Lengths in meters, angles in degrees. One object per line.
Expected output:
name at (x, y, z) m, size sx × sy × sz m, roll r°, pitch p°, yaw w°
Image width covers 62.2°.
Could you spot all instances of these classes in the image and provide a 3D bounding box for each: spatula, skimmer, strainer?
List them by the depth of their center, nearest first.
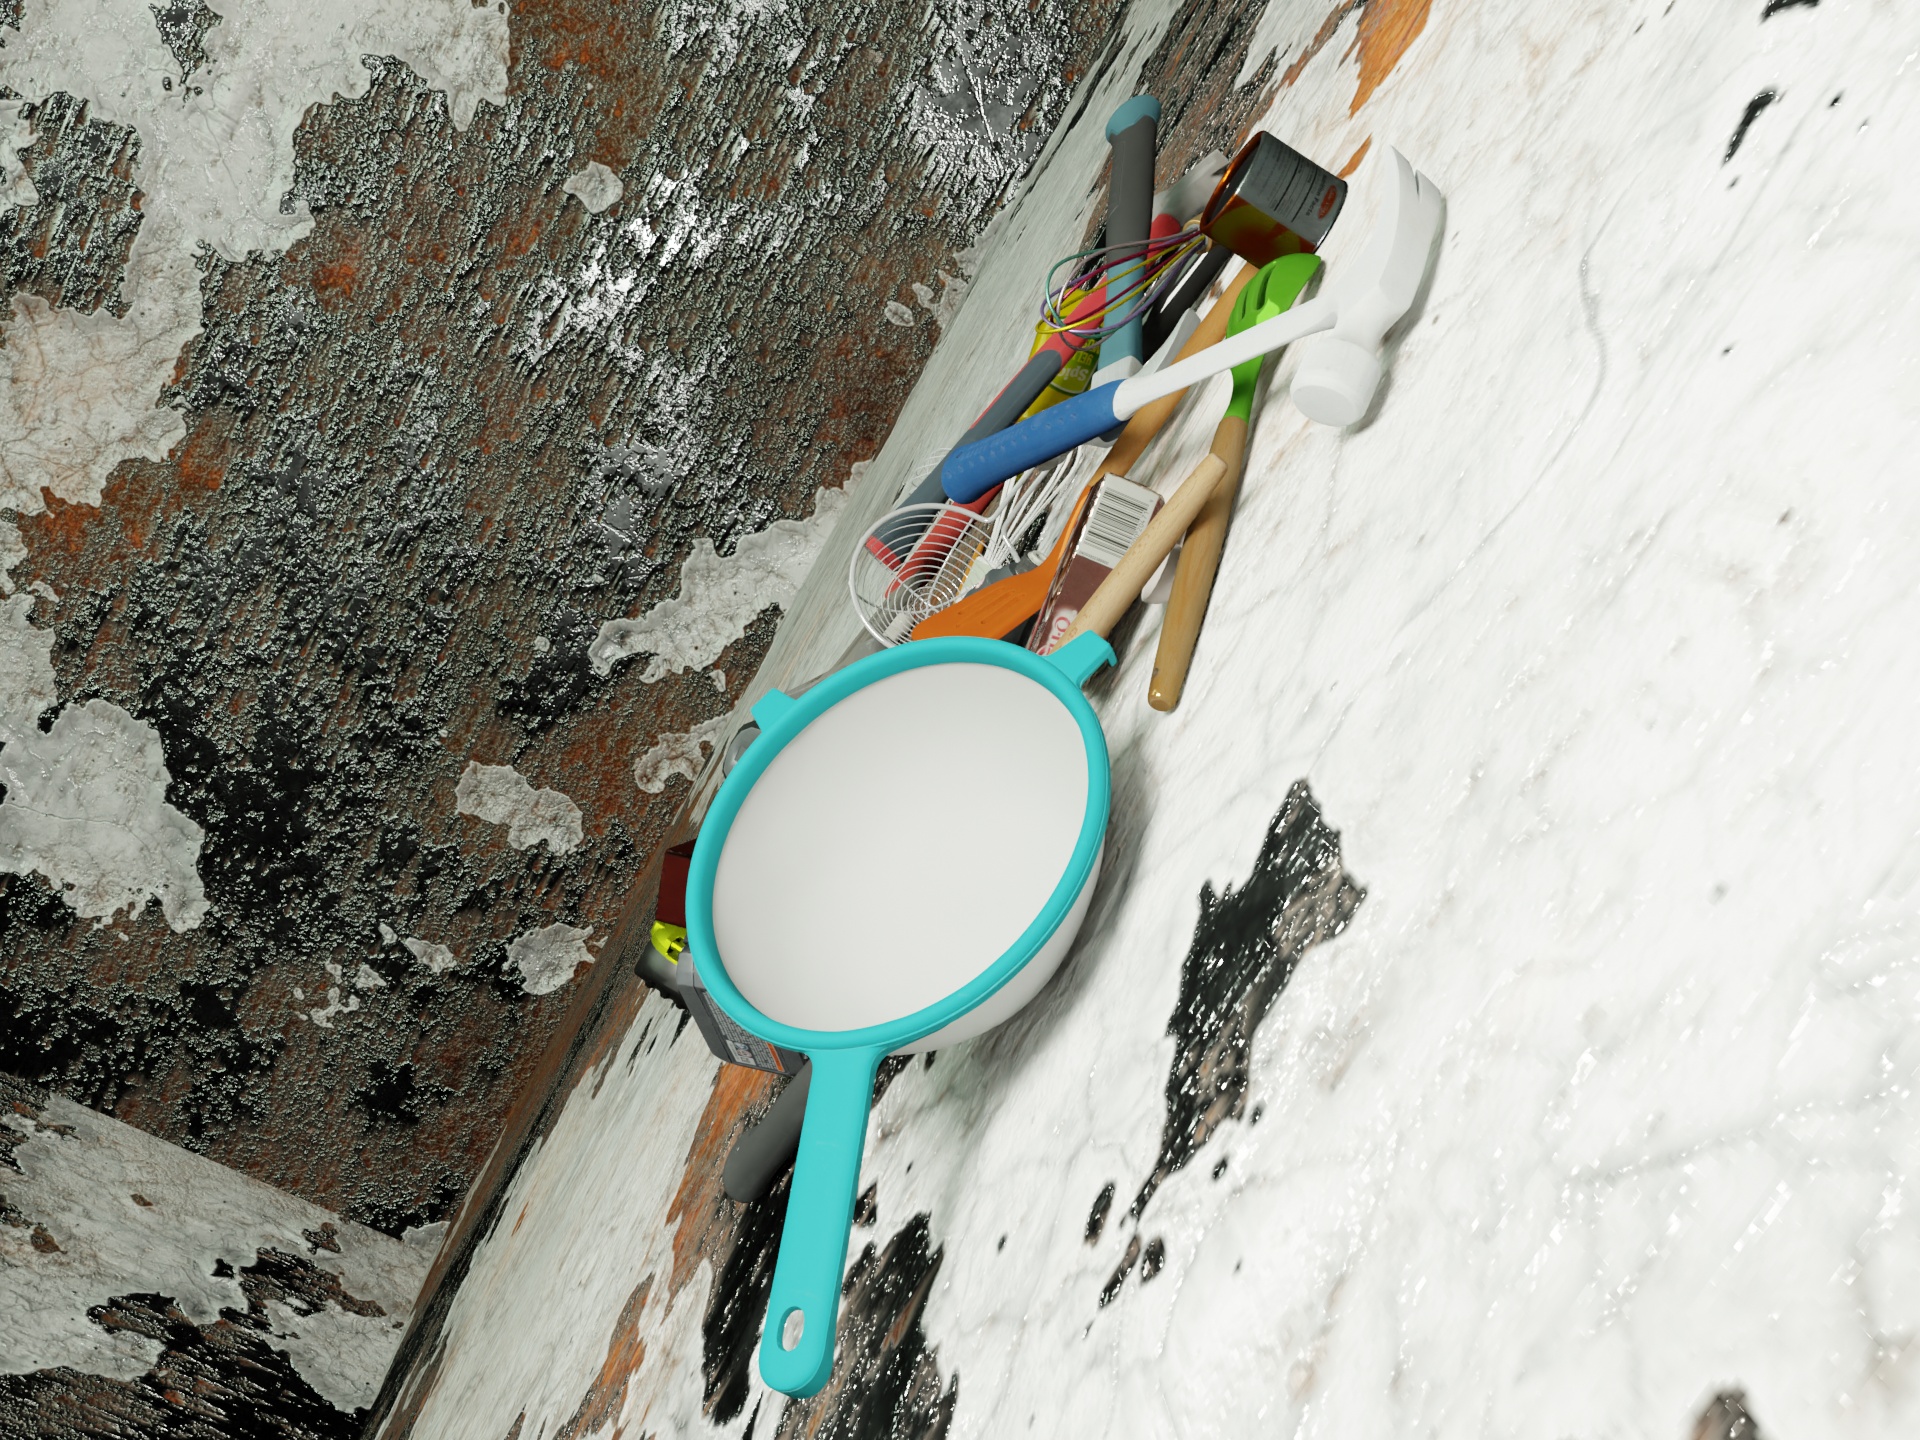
strainer at (-0.023, 0.124, 0.697) m, size 0.211 × 0.095 × 0.341 m, roll -9°, pitch 53°, yaw 26°
spatula at (0.026, -0.011, 0.812) m, size 0.317 × 0.044 × 0.082 m, roll -53°, pitch 10°, yaw 18°
spatula at (0.089, -0.161, 0.951) m, size 0.322 × 0.041 × 0.081 m, roll -54°, pitch 29°, yaw -4°
skimmer at (0.064, -0.195, 1.102) m, size 0.363 × 0.127 × 0.090 m, roll -51°, pitch -10°, yaw 17°

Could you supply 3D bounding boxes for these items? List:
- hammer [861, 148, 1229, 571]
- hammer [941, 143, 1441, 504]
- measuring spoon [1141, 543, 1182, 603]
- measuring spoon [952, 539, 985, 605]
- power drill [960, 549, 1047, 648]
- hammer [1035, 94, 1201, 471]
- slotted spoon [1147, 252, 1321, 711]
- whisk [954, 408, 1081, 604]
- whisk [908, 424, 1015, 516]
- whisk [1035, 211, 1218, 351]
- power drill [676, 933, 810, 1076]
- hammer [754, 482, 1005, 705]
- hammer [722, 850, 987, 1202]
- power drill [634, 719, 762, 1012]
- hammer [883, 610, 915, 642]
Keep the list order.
hammer at (0.066, -0.267, 1.191) m, size 0.386 × 0.038 × 0.143 m, roll -50°, pitch 11°, yaw -6°
hammer at (0.100, -0.181, 0.862) m, size 0.405 × 0.035 × 0.144 m, roll -9°, pitch 51°, yaw 62°
measuring spoon at (0.105, -0.078, 0.856) m, size 0.124 × 0.018 × 0.034 m, roll -109°, pitch 43°, yaw -84°
measuring spoon at (-0.004, -0.112, 1.399) m, size 0.117 × 0.011 × 0.021 m, roll -66°, pitch 12°, yaw -21°
power drill at (-0.002, -0.003, 0.986) m, size 0.171 × 0.080 × 0.223 m, roll -56°, pitch 10°, yaw 28°
hammer at (0.112, -0.315, 1.086) m, size 0.128 × 0.033 × 0.331 m, roll -20°, pitch 47°, yaw 33°
slotted spoon at (0.136, -0.133, 0.813) m, size 0.070 × 0.031 × 0.314 m, roll -40°, pitch 26°, yaw 54°
whisk at (0.027, -0.127, 1.225) m, size 0.059 × 0.058 × 0.246 m, roll 12°, pitch -73°, yaw -57°
whisk at (0.019, -0.247, 1.522) m, size 0.070 × 0.070 × 0.284 m, roll -65°, pitch 17°, yaw -13°
whisk at (0.125, -0.281, 0.947) m, size 0.245 × 0.051 × 0.047 m, roll -39°, pitch 1°, yaw -34°
power drill at (-0.108, 0.099, 1.052) m, size 0.164 × 0.084 × 0.227 m, roll 79°, pitch -156°, yaw -50°
hammer at (-0.032, -0.128, 1.298) m, size 0.149 × 0.036 × 0.359 m, roll -23°, pitch 24°, yaw 44°
hammer at (-0.056, 0.179, 0.898) m, size 0.334 × 0.035 × 0.146 m, roll -54°, pitch 13°, yaw 34°
power drill at (-0.142, 0.108, 1.224) m, size 0.228 × 0.080 × 0.190 m, roll -64°, pitch -23°, yaw 7°
hammer at (-0.067, -0.027, 1.427) m, size 0.130 × 0.031 × 0.331 m, roll -61°, pitch 12°, yaw 4°
